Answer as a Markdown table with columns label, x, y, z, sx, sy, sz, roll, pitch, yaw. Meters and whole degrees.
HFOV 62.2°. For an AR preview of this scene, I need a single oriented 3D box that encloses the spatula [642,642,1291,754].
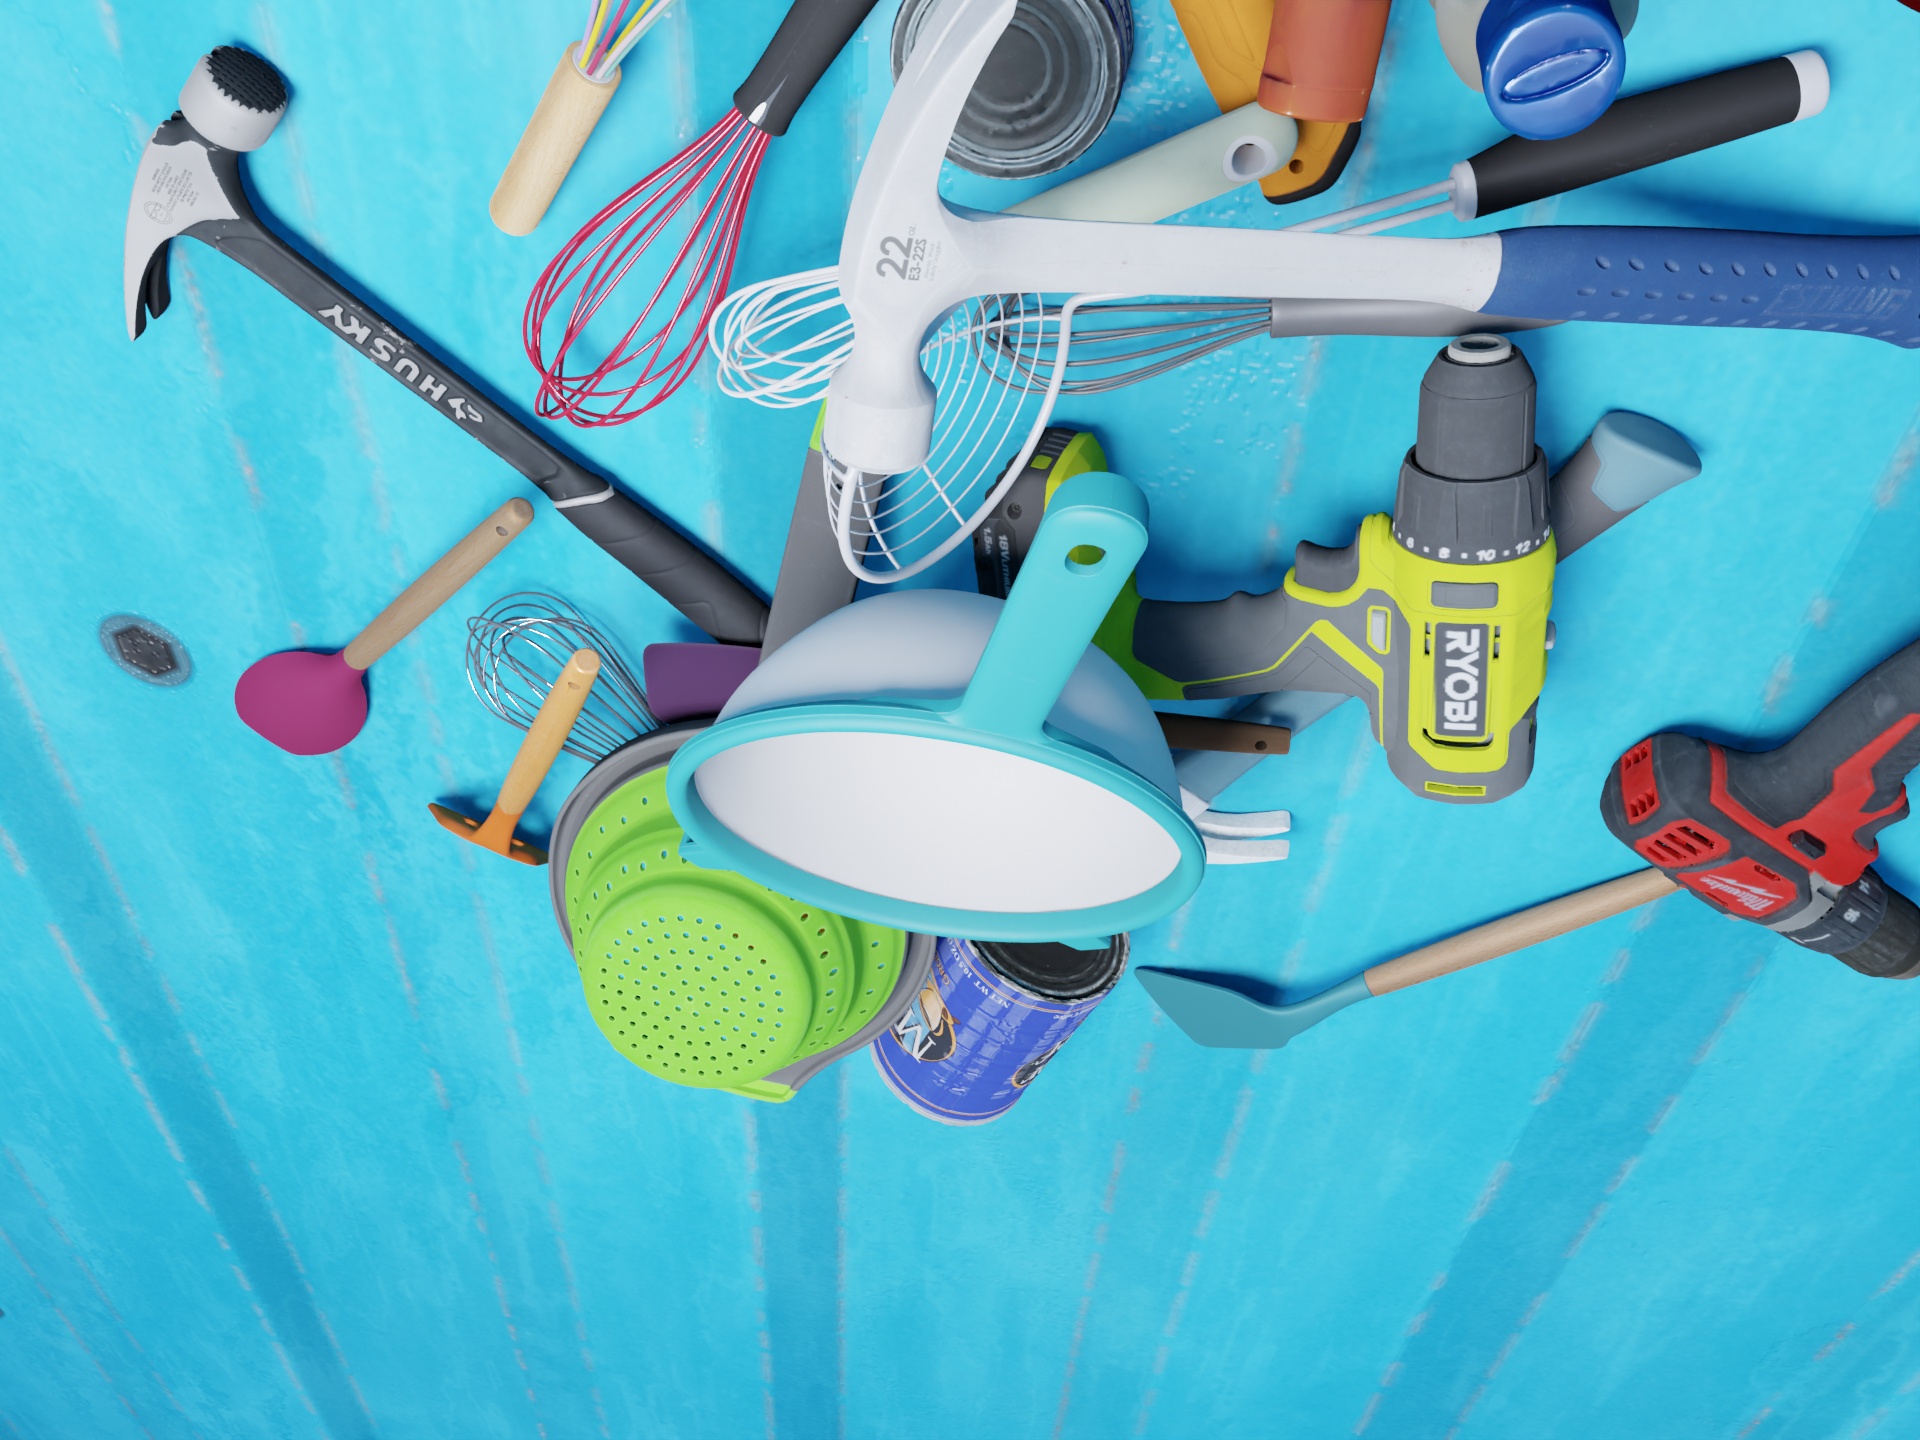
| label | x | y | z | sx | sy | sz | roll | pitch | yaw |
| --- | --- | --- | --- | --- | --- | --- | --- | --- | --- |
| spatula | -0.001 | -0.002 | 0.768 | 0.316 | 0.018 | 0.059 | 5 | 122 | 9 |

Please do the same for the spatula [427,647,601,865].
| label | x | y | z | sx | sy | sz | roll | pitch | yaw |
| --- | --- | --- | --- | --- | --- | --- | --- | --- | --- |
| spatula | -0.221 | 0.025 | 0.811 | 0.081 | 0.041 | 0.322 | 26 | 150 | -14 |

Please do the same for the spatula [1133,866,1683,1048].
| label | x | y | z | sx | sy | sz | roll | pitch | yaw |
| --- | --- | --- | --- | --- | --- | --- | --- | --- | --- |
| spatula | 0.248 | 0.127 | 0.876 | 0.317 | 0.044 | 0.082 | -25 | 122 | 26 |

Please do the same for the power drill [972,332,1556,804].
| label | x | y | z | sx | sy | sz | roll | pitch | yaw |
| --- | --- | --- | --- | --- | --- | --- | --- | --- | --- |
| power drill | 0.127 | -0.063 | 0.659 | 0.228 | 0.080 | 0.190 | 4 | 124 | 20 |

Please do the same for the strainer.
| label | x | y | z | sx | sy | sz | roll | pitch | yaw |
| --- | --- | --- | --- | --- | --- | --- | --- | --- | --- |
| strainer | 0.009 | -0.017 | 0.581 | 0.211 | 0.095 | 0.340 | 13 | 152 | -7 |

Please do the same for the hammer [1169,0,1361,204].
| label | x | y | z | sx | sy | sz | roll | pitch | yaw |
| --- | --- | --- | --- | --- | --- | --- | --- | --- | --- |
| hammer | 0.040 | -0.311 | 0.501 | 0.127 | 0.034 | 0.336 | -18 | 126 | 26 |

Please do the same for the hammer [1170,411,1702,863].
| label | x | y | z | sx | sy | sz | roll | pitch | yaw |
| --- | --- | --- | --- | --- | --- | --- | --- | --- | --- |
| hammer | 0.183 | -0.030 | 0.734 | 0.128 | 0.033 | 0.331 | 35 | 131 | -18 |

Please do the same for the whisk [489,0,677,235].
| label | x | y | z | sx | sy | sz | roll | pitch | yaw |
| --- | --- | --- | --- | --- | --- | --- | --- | --- | --- |
| whisk | -0.126 | -0.247 | 0.564 | 0.051 | 0.047 | 0.245 | 34 | 146 | -18 |

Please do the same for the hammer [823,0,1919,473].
| label | x | y | z | sx | sy | sz | roll | pitch | yaw |
| --- | --- | --- | --- | --- | --- | --- | --- | --- | --- |
| hammer | 0.161 | -0.149 | 0.509 | 0.405 | 0.035 | 0.144 | -3 | 130 | -18 |

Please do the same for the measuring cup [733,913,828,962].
| label | x | y | z | sx | sy | sz | roll | pitch | yaw |
| --- | --- | --- | --- | --- | --- | --- | --- | --- | --- |
| measuring cup | -0.070 | 0.067 | 0.828 | 0.095 | 0.052 | 0.173 | 15 | 133 | -20 |

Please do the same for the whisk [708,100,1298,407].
| label | x | y | z | sx | sy | sz | roll | pitch | yaw |
| --- | --- | --- | --- | --- | --- | --- | --- | --- | --- |
| whisk | 0.008 | -0.174 | 0.597 | 0.246 | 0.059 | 0.057 | -16 | 136 | 25 |

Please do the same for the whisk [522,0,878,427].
| label | x | y | z | sx | sy | sz | roll | pitch | yaw |
| --- | --- | --- | --- | --- | --- | --- | --- | --- | --- |
| whisk | -0.087 | -0.216 | 0.606 | 0.073 | 0.073 | 0.295 | 34 | 126 | -18 |

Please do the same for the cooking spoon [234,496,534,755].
| label | x | y | z | sx | sy | sz | roll | pitch | yaw |
| --- | --- | --- | --- | --- | --- | --- | --- | --- | --- |
| cooking spoon | -0.303 | -0.042 | 0.825 | 0.068 | 0.017 | 0.319 | 40 | 137 | -23 |

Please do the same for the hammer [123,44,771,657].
| label | x | y | z | sx | sy | sz | roll | pitch | yaw |
| --- | --- | --- | --- | --- | --- | --- | --- | --- | --- |
| hammer | -0.196 | -0.114 | 0.743 | 0.408 | 0.036 | 0.149 | 39 | 130 | -22 |

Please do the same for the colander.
| label | x | y | z | sx | sy | sz | roll | pitch | yaw |
| --- | --- | --- | --- | --- | --- | --- | --- | --- | --- |
| colander | -0.097 | 0.039 | 0.740 | 0.204 | 0.094 | 0.397 | 17 | 115 | 1 |

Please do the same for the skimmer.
| label | x | y | z | sx | sy | sz | roll | pitch | yaw |
| --- | --- | --- | --- | --- | --- | --- | --- | --- | --- |
| skimmer | 0.123 | -0.142 | 0.553 | 0.363 | 0.090 | 0.127 | -15 | 160 | 7 |

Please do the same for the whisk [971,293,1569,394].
| label | x | y | z | sx | sy | sz | roll | pitch | yaw |
| --- | --- | --- | --- | --- | --- | --- | --- | --- | --- |
| whisk | 0.123 | -0.157 | 0.620 | 0.239 | 0.055 | 0.055 | -1 | 132 | 9 |

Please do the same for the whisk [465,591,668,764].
| label | x | y | z | sx | sy | sz | roll | pitch | yaw |
| --- | --- | --- | --- | --- | --- | --- | --- | --- | --- |
| whisk | -0.151 | 0.032 | 0.857 | 0.070 | 0.070 | 0.284 | -25 | 127 | 32 |

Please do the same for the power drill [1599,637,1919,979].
| label | x | y | z | sx | sy | sz | roll | pitch | yaw |
| --- | --- | --- | --- | --- | --- | --- | --- | --- | --- |
| power drill | 0.431 | 0.029 | 0.704 | 0.187 | 0.080 | 0.226 | 30 | 135 | -15 |
